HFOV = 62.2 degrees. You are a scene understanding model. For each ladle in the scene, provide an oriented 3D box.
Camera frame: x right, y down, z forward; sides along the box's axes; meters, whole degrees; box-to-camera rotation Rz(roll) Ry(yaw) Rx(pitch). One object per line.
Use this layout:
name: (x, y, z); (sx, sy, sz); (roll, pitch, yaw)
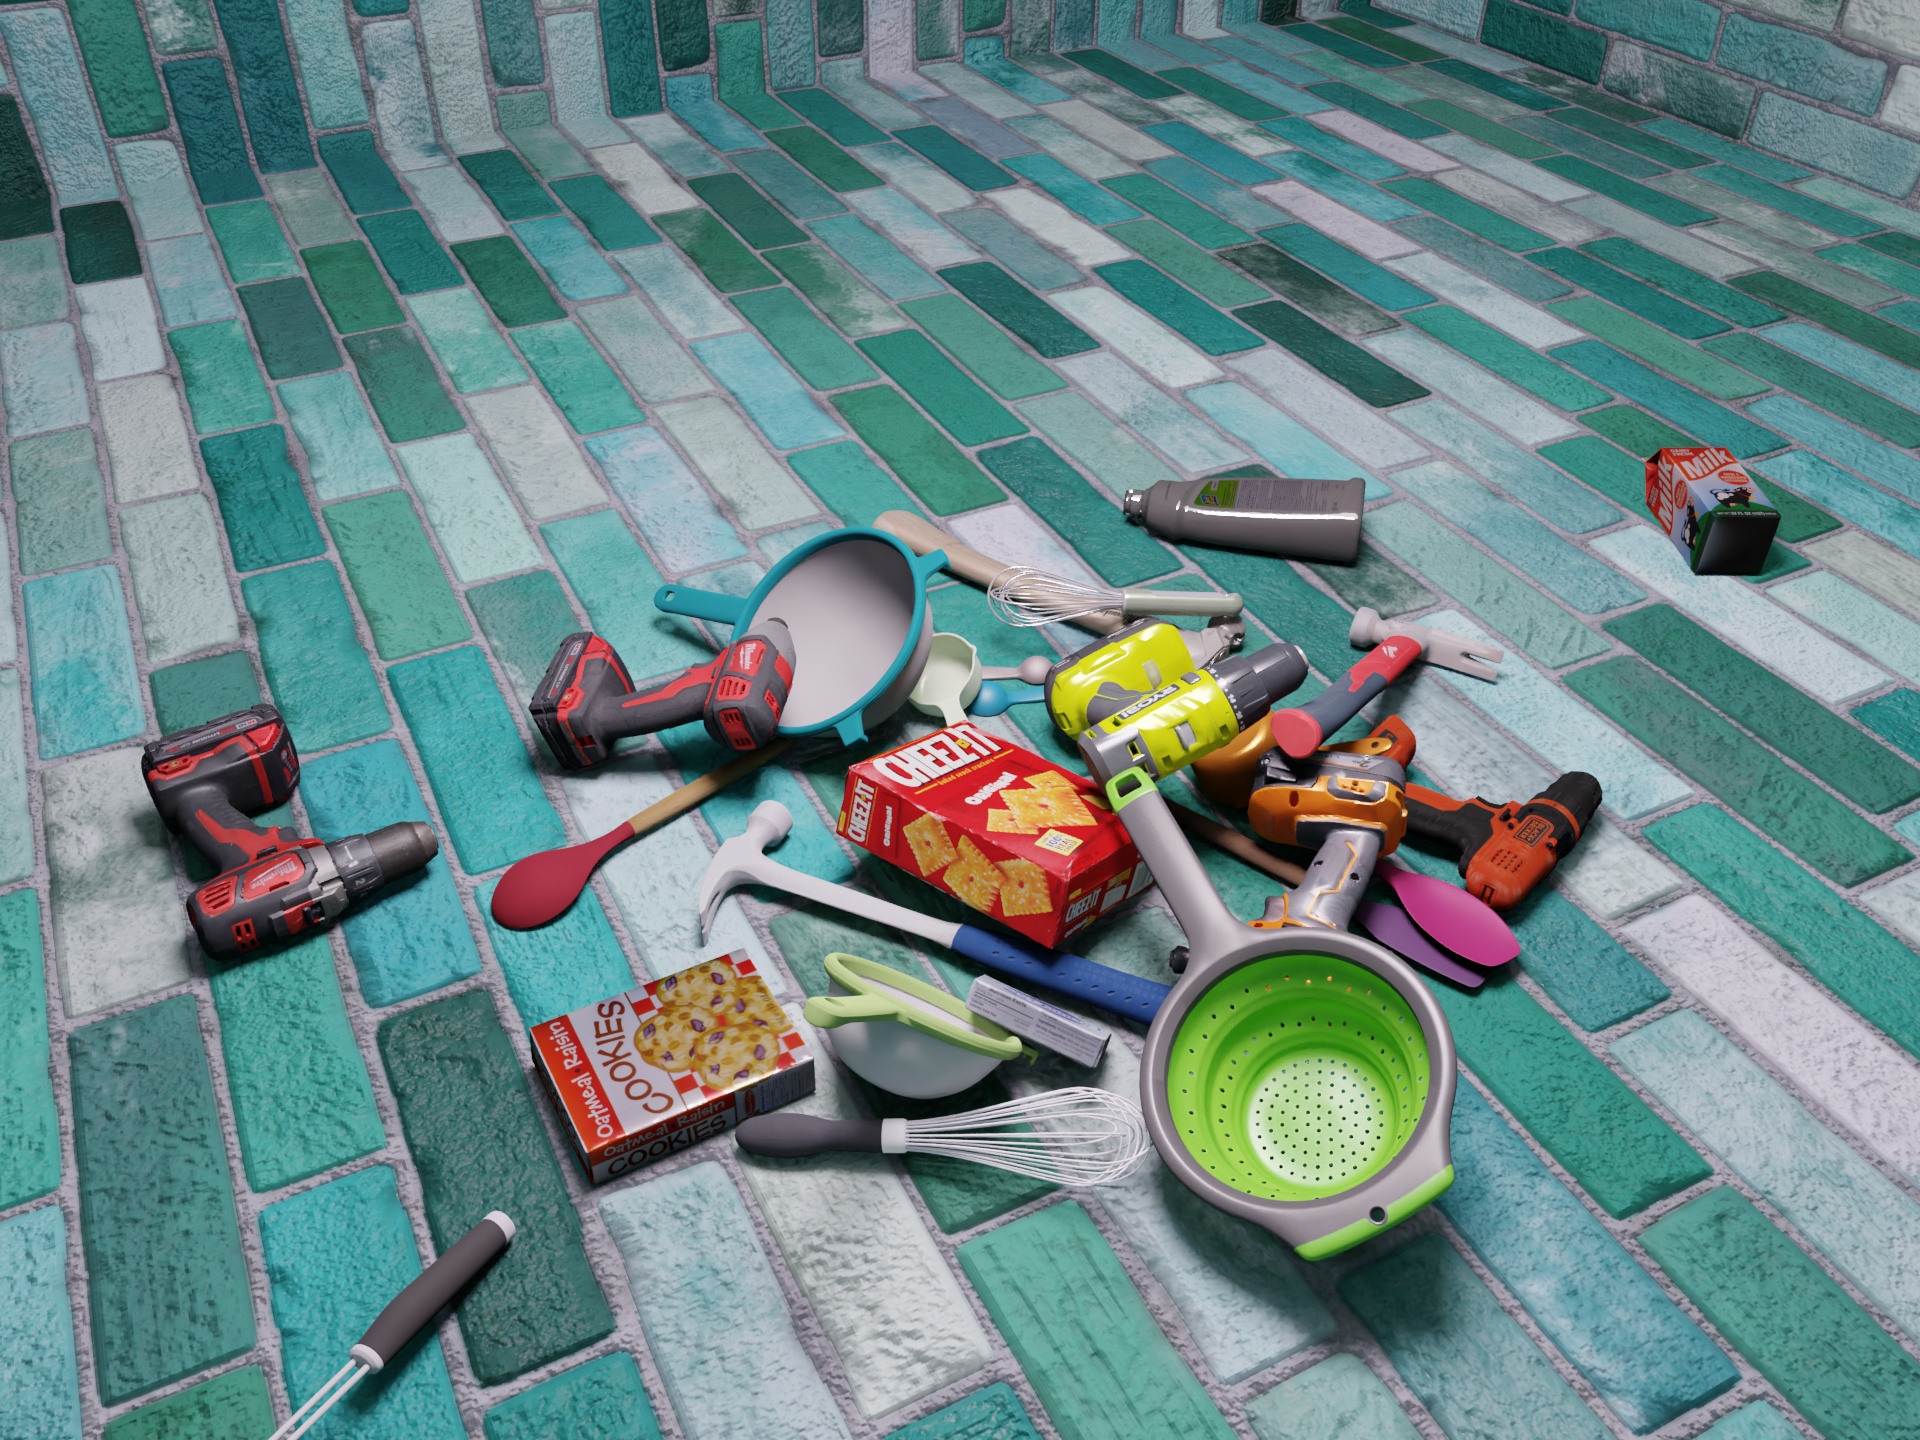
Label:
ladle: (-0.257, 0.081, 1.341); (0.069, 0.031, 0.315); (32, 46, 31)

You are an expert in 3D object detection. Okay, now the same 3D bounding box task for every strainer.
strainer: (-0.054, 0.214, 1.055); (0.151, 0.069, 0.256); (24, -1, 21)
strainer: (-0.150, -0.075, 1.483); (0.340, 0.095, 0.211); (13, 72, 39)

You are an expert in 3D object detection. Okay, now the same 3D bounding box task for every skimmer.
skimmer: (-0.379, 0.425, 0.900); (0.127, 0.090, 0.363); (15, 30, 22)

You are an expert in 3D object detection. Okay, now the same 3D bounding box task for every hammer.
hammer: (0.366, -0.029, 1.382); (0.143, 0.038, 0.386); (20, 23, 23)
hammer: (0.072, -0.125, 1.598); (0.411, 0.038, 0.146); (25, 46, 28)
hammer: (-0.014, 0.168, 1.224); (0.405, 0.035, 0.144); (16, 41, 19)

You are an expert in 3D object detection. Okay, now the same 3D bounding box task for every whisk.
whisk: (-0.012, 0.280, 1.069); (0.284, 0.070, 0.070); (-1, 38, 5)
whisk: (0.148, -0.115, 1.522); (0.246, 0.059, 0.058); (2, 12, -2)

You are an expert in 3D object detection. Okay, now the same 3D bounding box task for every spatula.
spatula: (0.282, 0.129, 1.291); (0.316, 0.018, 0.060); (27, 37, 29)

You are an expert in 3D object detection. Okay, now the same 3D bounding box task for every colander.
colander: (0.202, 0.193, 1.109); (0.204, 0.094, 0.398); (-29, 48, 3)

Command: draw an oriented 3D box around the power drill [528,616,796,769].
power drill: (-0.250, -0.030, 1.389); (0.220, 0.078, 0.143); (-6, 41, 17)

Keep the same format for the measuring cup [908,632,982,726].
measuring cup: (-0.002, -0.005, 1.442); (0.083, 0.038, 0.168); (-27, 56, 7)

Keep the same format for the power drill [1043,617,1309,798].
power drill: (0.172, -0.022, 1.334); (0.190, 0.080, 0.229); (-29, 16, -4)

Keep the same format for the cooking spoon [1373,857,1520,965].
cooking spoon: (0.326, 0.106, 1.313); (0.068, 0.017, 0.319); (-17, 39, -30)

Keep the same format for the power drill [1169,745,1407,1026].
power drill: (0.258, 0.128, 1.224); (0.164, 0.084, 0.227); (6, 49, 17)

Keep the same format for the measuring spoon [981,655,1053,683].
measuring spoon: (0.028, -0.051, 1.515); (0.124, 0.018, 0.034); (-1, 38, 0)

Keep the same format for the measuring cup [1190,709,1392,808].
measuring cup: (0.274, 0.018, 1.349); (0.173, 0.052, 0.095); (-9, 46, 31)

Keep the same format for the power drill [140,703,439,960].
power drill: (-0.549, 0.083, 1.295); (0.188, 0.080, 0.227); (-23, 47, -27)

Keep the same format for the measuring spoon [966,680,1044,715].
measuring spoon: (0.066, -0.031, 1.486); (0.128, 0.021, 0.042); (-9, 39, -9)
